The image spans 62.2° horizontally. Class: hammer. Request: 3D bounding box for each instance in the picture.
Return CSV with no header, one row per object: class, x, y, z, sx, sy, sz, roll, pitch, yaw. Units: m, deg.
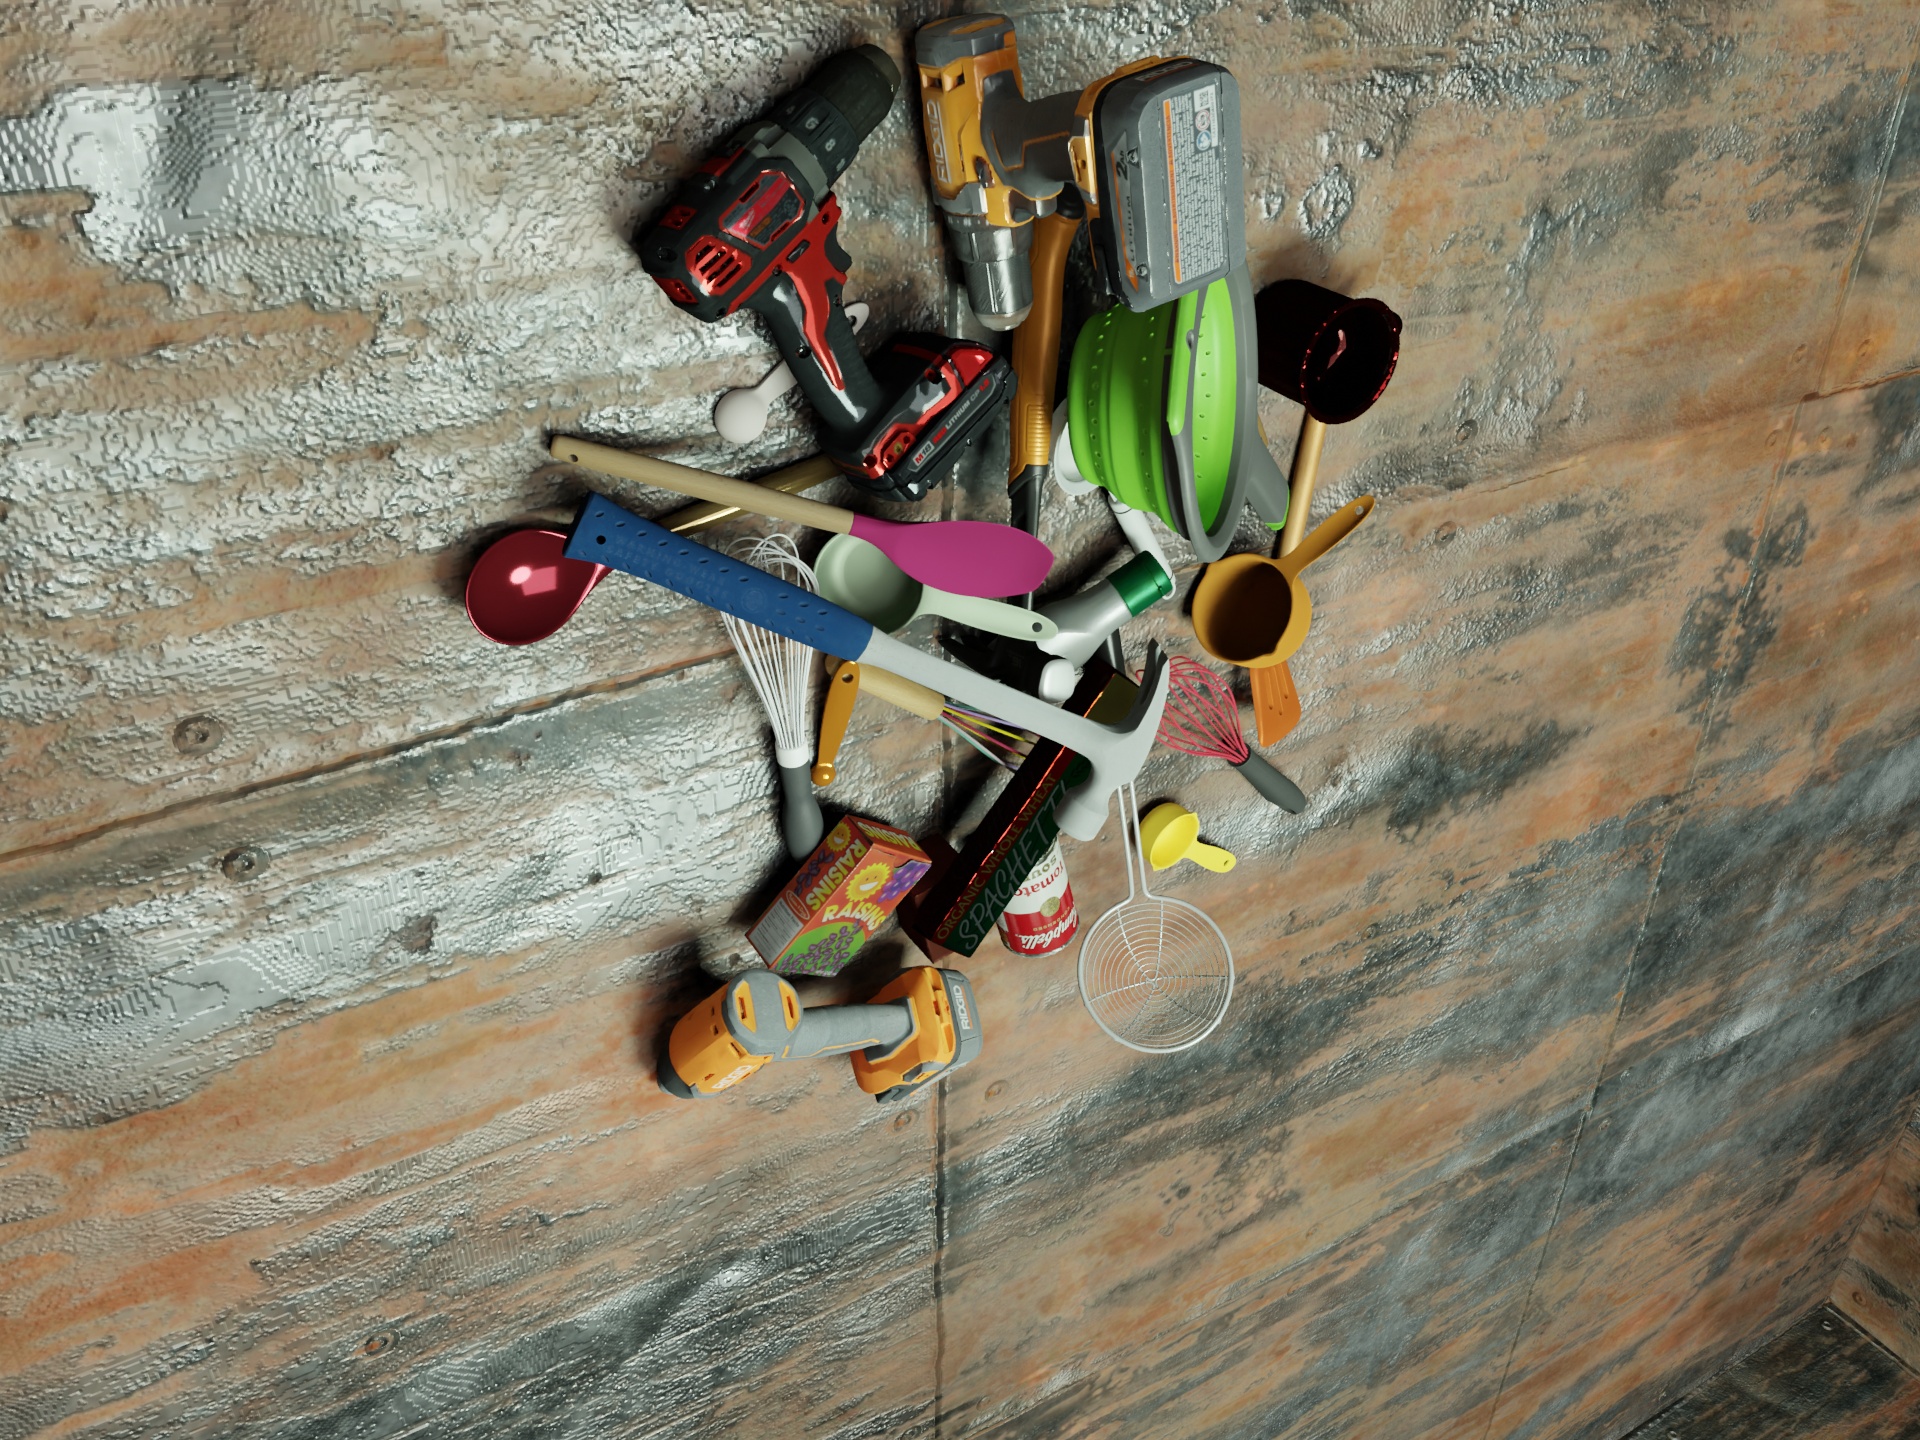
hammer,0.043,-0.187,1.074,0.034,0.127,0.336,-8,112,-33
hammer,-0.049,-0.050,1.006,0.405,0.035,0.144,22,110,-22

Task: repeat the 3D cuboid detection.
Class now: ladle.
ladle,-0.164,-0.129,1.001,0.315,0.031,0.069,-26,122,-22

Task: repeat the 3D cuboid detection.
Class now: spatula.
spatula,0.275,-0.135,1.291,0.081,0.041,0.322,-28,133,-49

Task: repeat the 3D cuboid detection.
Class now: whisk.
whisk,-0.118,-0.004,1.092,0.070,0.070,0.284,-23,133,-22
whisk,0.228,0.022,1.347,0.073,0.073,0.295,-51,138,3
whisk,0.000,-0.004,1.182,0.244,0.047,0.051,25,103,-38

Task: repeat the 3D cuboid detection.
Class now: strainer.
strainer,0.113,-0.166,1.160,0.087,0.050,0.258,-52,140,-13

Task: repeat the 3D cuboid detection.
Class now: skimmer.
skimmer,0.138,0.086,1.254,0.127,0.090,0.363,-10,112,1

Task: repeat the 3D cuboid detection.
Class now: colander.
colander,0.155,-0.195,1.101,0.396,0.094,0.204,21,75,-68

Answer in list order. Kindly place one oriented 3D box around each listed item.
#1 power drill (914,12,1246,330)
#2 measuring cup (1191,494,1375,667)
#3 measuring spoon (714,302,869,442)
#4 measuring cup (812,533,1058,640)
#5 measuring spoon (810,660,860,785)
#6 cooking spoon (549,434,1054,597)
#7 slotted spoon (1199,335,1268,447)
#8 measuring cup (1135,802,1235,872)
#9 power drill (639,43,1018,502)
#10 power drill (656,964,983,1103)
power drill,0.060,-0.297,0.912,0.084,0.226,0.185,-28,128,-24
measuring cup,0.263,-0.111,1.245,0.173,0.095,0.052,-42,151,22
measuring spoon,-0.101,-0.218,0.993,0.124,0.018,0.034,-43,133,-6
measuring cup,-0.015,-0.084,1.066,0.167,0.038,0.083,15,107,1
measuring spoon,-0.088,0.004,1.129,0.021,0.011,0.116,3,130,-18
cooking spoon,-0.092,-0.129,0.982,0.318,0.017,0.068,13,140,-17
slotted spoon,0.164,-0.298,1.120,0.070,0.031,0.313,-27,136,11
measuring cup,0.203,0.110,1.412,0.062,0.029,0.156,-55,144,7
power drill,-0.060,-0.263,0.951,0.188,0.080,0.226,-50,128,-9
power drill,-0.116,0.246,1.216,0.226,0.084,0.164,7,147,-37
